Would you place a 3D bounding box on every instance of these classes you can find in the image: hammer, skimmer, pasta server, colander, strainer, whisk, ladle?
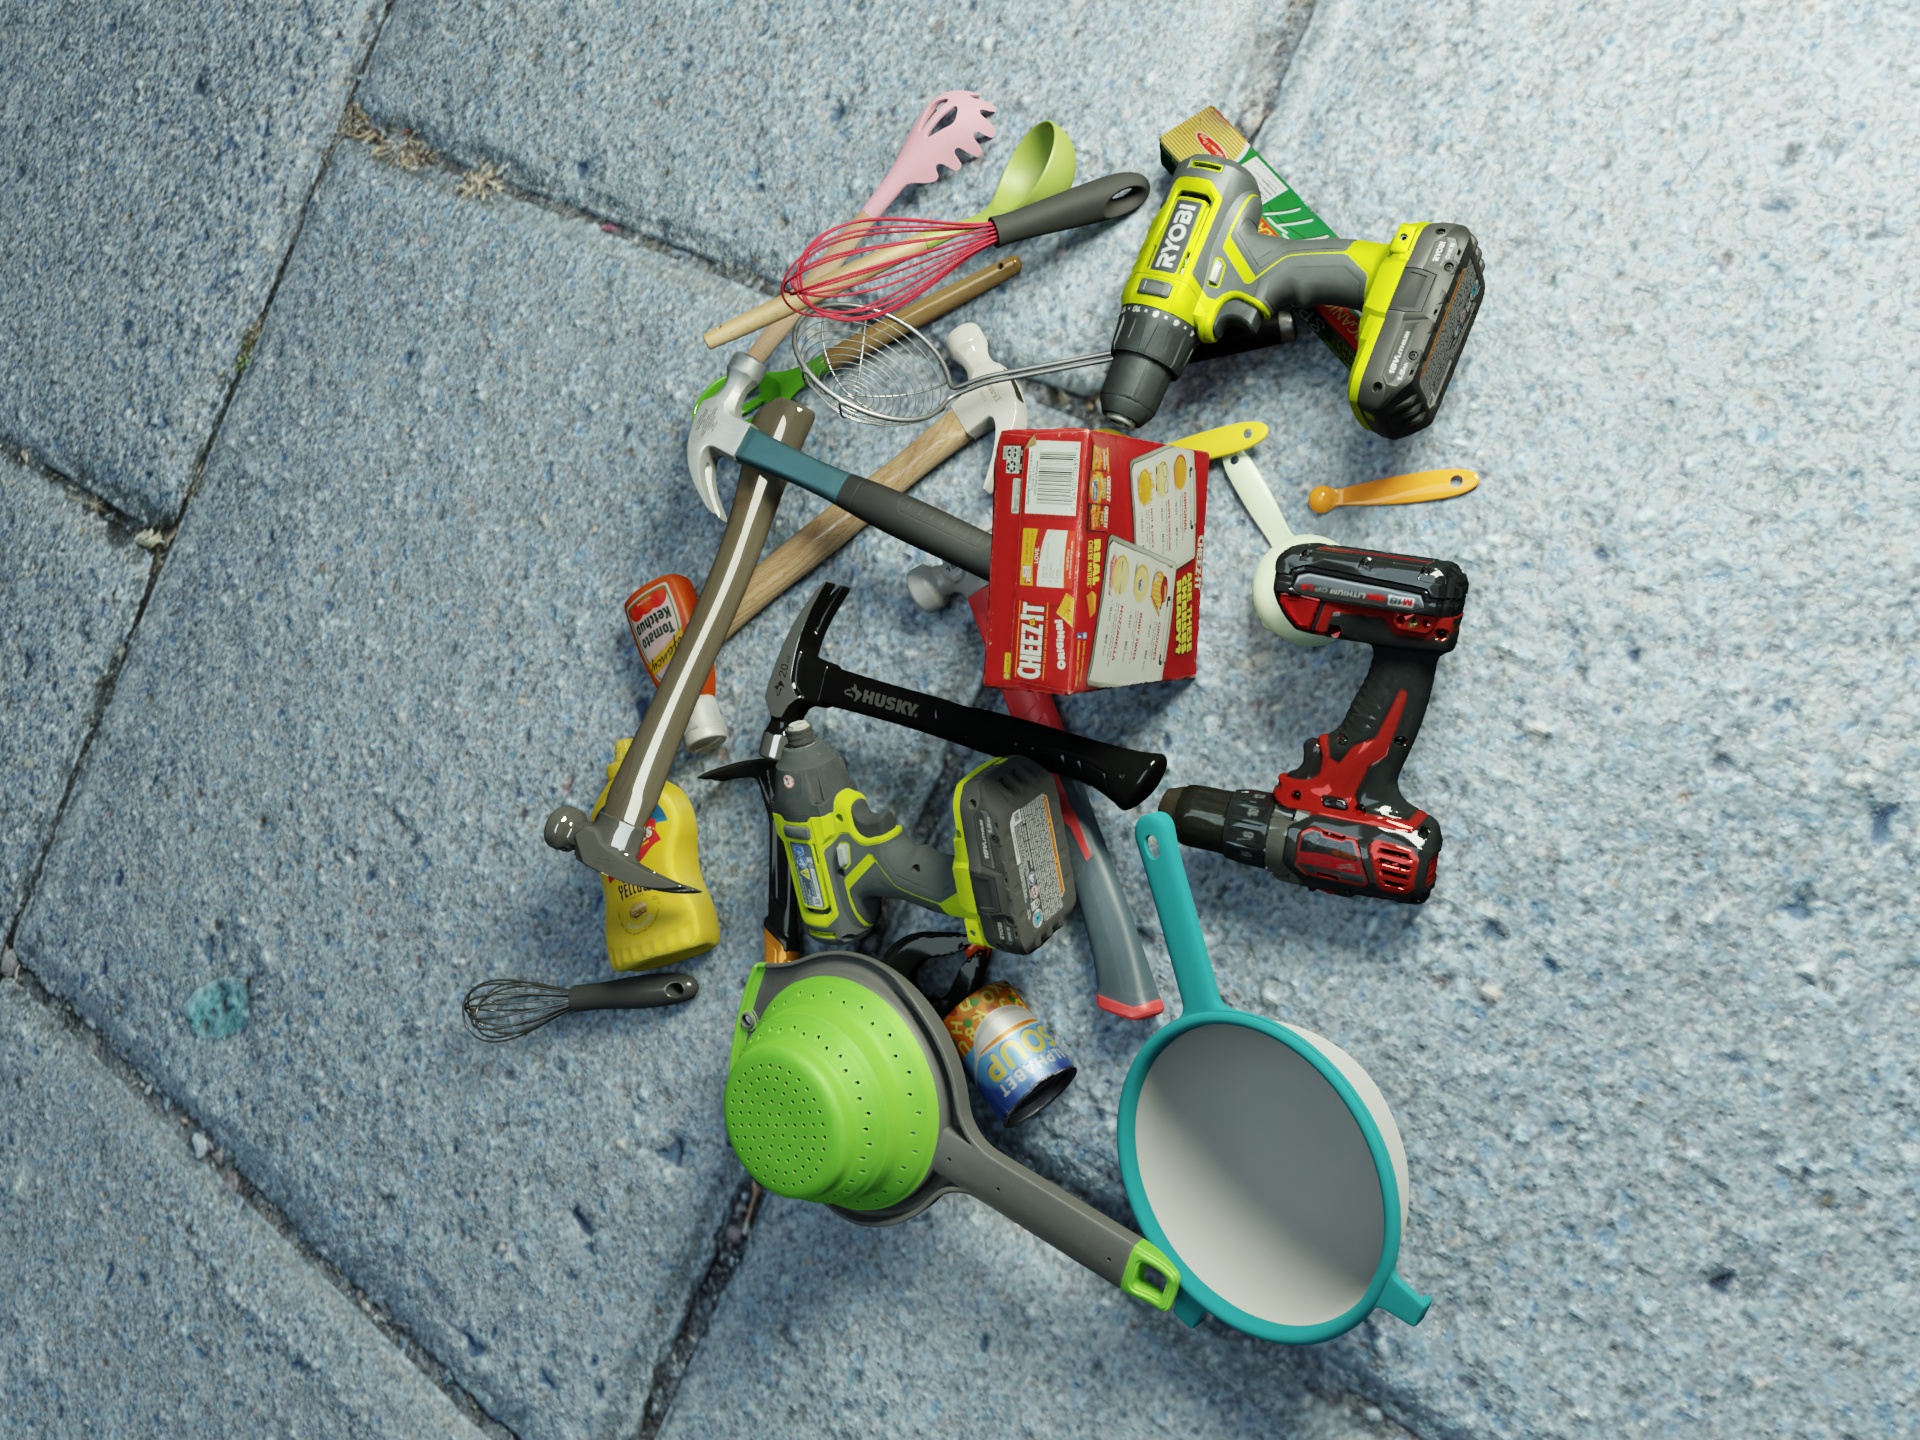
[{"bbox_3d":[0.082,0.029,1.169,0.143,0.038,0.387,-27,72,21],"label":"hammer"},{"bbox_3d":[-0.201,-0.064,1.285,0.146,0.038,0.411,20,86,27],"label":"hammer"},{"bbox_3d":[0.058,-0.283,1.168,0.363,0.090,0.127,-6,45,17],"label":"skimmer"},{"bbox_3d":[-0.089,-0.391,1.308,0.316,0.040,0.060,-49,65,12],"label":"pasta server"},{"bbox_3d":[-0.037,0.304,1.101,0.397,0.094,0.204,24,110,30],"label":"colander"},{"bbox_3d":[-0.083,-0.169,1.288,0.331,0.031,0.130,-36,68,20],"label":"hammer"},{"bbox_3d":[0.192,0.220,1.033,0.211,0.095,0.340,-24,78,45],"label":"strainer"},{"bbox_3d":[-0.077,-0.174,1.227,0.331,0.033,0.128,27,87,23],"label":"hammer"},{"bbox_3d":[0.007,-0.357,1.179,0.296,0.073,0.073,-20,71,-11],"label":"whisk"},{"bbox_3d":[-0.002,-0.004,1.174,0.335,0.035,0.146,16,94,30],"label":"hammer"},{"bbox_3d":[-0.150,0.196,1.272,0.127,0.034,0.337,-5,81,27],"label":"hammer"},{"bbox_3d":[-0.056,-0.369,1.225,0.320,0.062,0.078,-25,35,-1],"label":"ladle"},{"bbox_3d":[-0.326,0.240,1.355,0.239,0.055,0.055,-10,79,22],"label":"whisk"}]

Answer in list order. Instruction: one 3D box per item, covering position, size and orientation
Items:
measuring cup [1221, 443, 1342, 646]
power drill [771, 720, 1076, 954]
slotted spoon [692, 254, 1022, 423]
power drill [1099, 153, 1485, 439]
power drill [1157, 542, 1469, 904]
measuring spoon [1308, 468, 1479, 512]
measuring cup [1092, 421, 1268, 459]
[{"bbox_3d":[0.220,-0.130,1.114,0.083,0.038,0.168,-33,70,21],"label":"measuring cup"},{"bbox_3d":[-0.038,0.085,1.150,0.223,0.080,0.171,2,112,36],"label":"power drill"},{"bbox_3d":[-0.088,-0.305,1.311,0.314,0.031,0.070,-22,73,22],"label":"slotted spoon"},{"bbox_3d":[0.212,-0.267,1.064,0.229,0.080,0.190,21,88,29],"label":"power drill"},{"bbox_3d":[0.232,0.000,1.047,0.188,0.080,0.226,11,103,23],"label":"power drill"},{"bbox_3d":[0.296,-0.159,1.093,0.117,0.011,0.021,-4,82,28],"label":"measuring spoon"},{"bbox_3d":[0.147,-0.197,1.161,0.156,0.029,0.062,-10,79,33],"label":"measuring cup"}]
